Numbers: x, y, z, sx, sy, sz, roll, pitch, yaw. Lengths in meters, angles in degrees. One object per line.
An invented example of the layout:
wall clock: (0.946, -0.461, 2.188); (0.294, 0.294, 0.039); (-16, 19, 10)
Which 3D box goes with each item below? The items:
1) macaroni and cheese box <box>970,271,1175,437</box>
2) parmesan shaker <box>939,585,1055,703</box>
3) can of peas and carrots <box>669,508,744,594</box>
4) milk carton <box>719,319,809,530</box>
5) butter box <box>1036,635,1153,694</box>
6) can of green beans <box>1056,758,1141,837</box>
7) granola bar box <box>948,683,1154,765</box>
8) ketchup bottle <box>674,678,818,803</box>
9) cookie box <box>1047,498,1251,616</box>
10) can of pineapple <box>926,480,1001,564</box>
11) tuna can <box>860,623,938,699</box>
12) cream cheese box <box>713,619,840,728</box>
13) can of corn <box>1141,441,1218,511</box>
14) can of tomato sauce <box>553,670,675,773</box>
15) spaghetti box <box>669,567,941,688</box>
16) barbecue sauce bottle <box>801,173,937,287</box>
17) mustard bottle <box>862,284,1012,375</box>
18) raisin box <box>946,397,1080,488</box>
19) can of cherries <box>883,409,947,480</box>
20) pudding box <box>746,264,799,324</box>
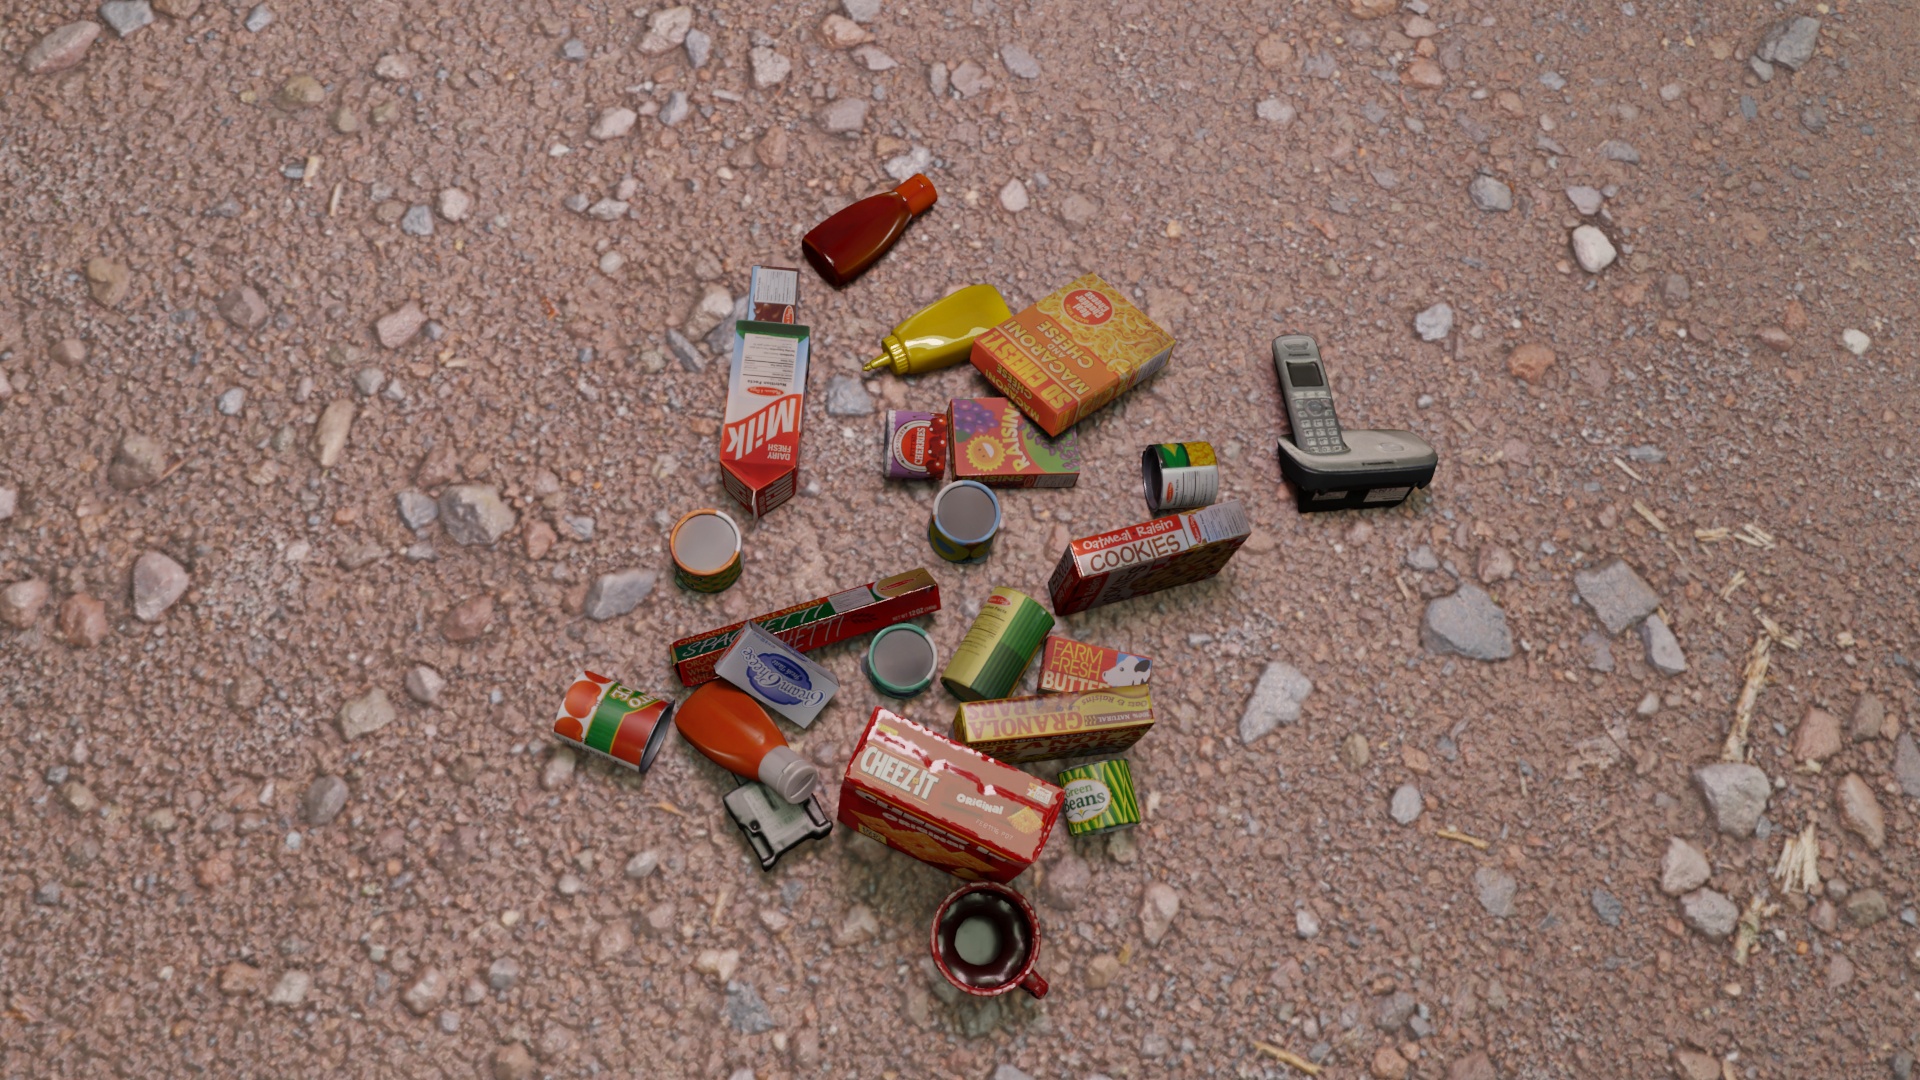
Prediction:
macaroni and cheese box: (0.112, -0.187, 1.383); (0.167, 0.040, 0.124); (-33, 65, -27)
parmesan shaker: (0.033, 0.103, 1.288); (0.071, 0.071, 0.103); (31, 71, 5)
can of peas and carrots: (-0.237, 0.011, 1.291); (0.071, 0.058, 0.071); (2, 70, -5)
milk carton: (-0.188, -0.110, 1.333); (0.073, 0.072, 0.191); (5, 69, -5)
butter box: (0.127, 0.127, 1.309); (0.103, 0.024, 0.053); (13, 70, -2)
can of green beans: (0.125, 0.232, 1.249); (0.071, 0.071, 0.058); (-8, 72, -9)
granola bar box: (0.078, 0.168, 1.236); (0.166, 0.123, 0.039); (-5, 70, -8)
ketchup bottle: (-0.184, 0.177, 1.209); (0.149, 0.043, 0.065); (29, 62, 39)
cookie box: (0.174, 0.019, 1.300); (0.168, 0.122, 0.040); (-14, 72, -11)
can of pineapple: (0.005, -0.017, 1.329); (0.071, 0.057, 0.071); (2, 70, -6)
tuna can: (-0.056, 0.112, 1.289); (0.071, 0.032, 0.071); (2, 70, -6)
cream cheese box: (-0.164, 0.121, 1.246); (0.103, 0.024, 0.053); (36, 97, -25)
can of corn: (0.215, -0.065, 1.367); (0.058, 0.071, 0.071); (-4, 71, -8)
can of tomato sauce: (-0.305, 0.158, 1.227); (0.083, 0.071, 0.071); (21, 70, 2)
spaghetti box: (-0.142, 0.079, 1.280); (0.250, 0.050, 0.028); (-17, 112, -12)
barbecue sauce bottle: (-0.090, -0.326, 1.436); (0.149, 0.043, 0.065); (-40, 79, -18)
mustard bottle: (-0.028, -0.204, 1.397); (0.160, 0.048, 0.065); (-25, 75, -13)
raisin box: (0.052, -0.097, 1.373); (0.123, 0.040, 0.086); (-1, 71, -8)
can of cherries: (-0.044, -0.092, 1.343); (0.058, 0.071, 0.071); (3, 70, -6)
pudding box: (-0.189, -0.234, 1.399); (0.050, 0.030, 0.084); (4, 70, -6)
